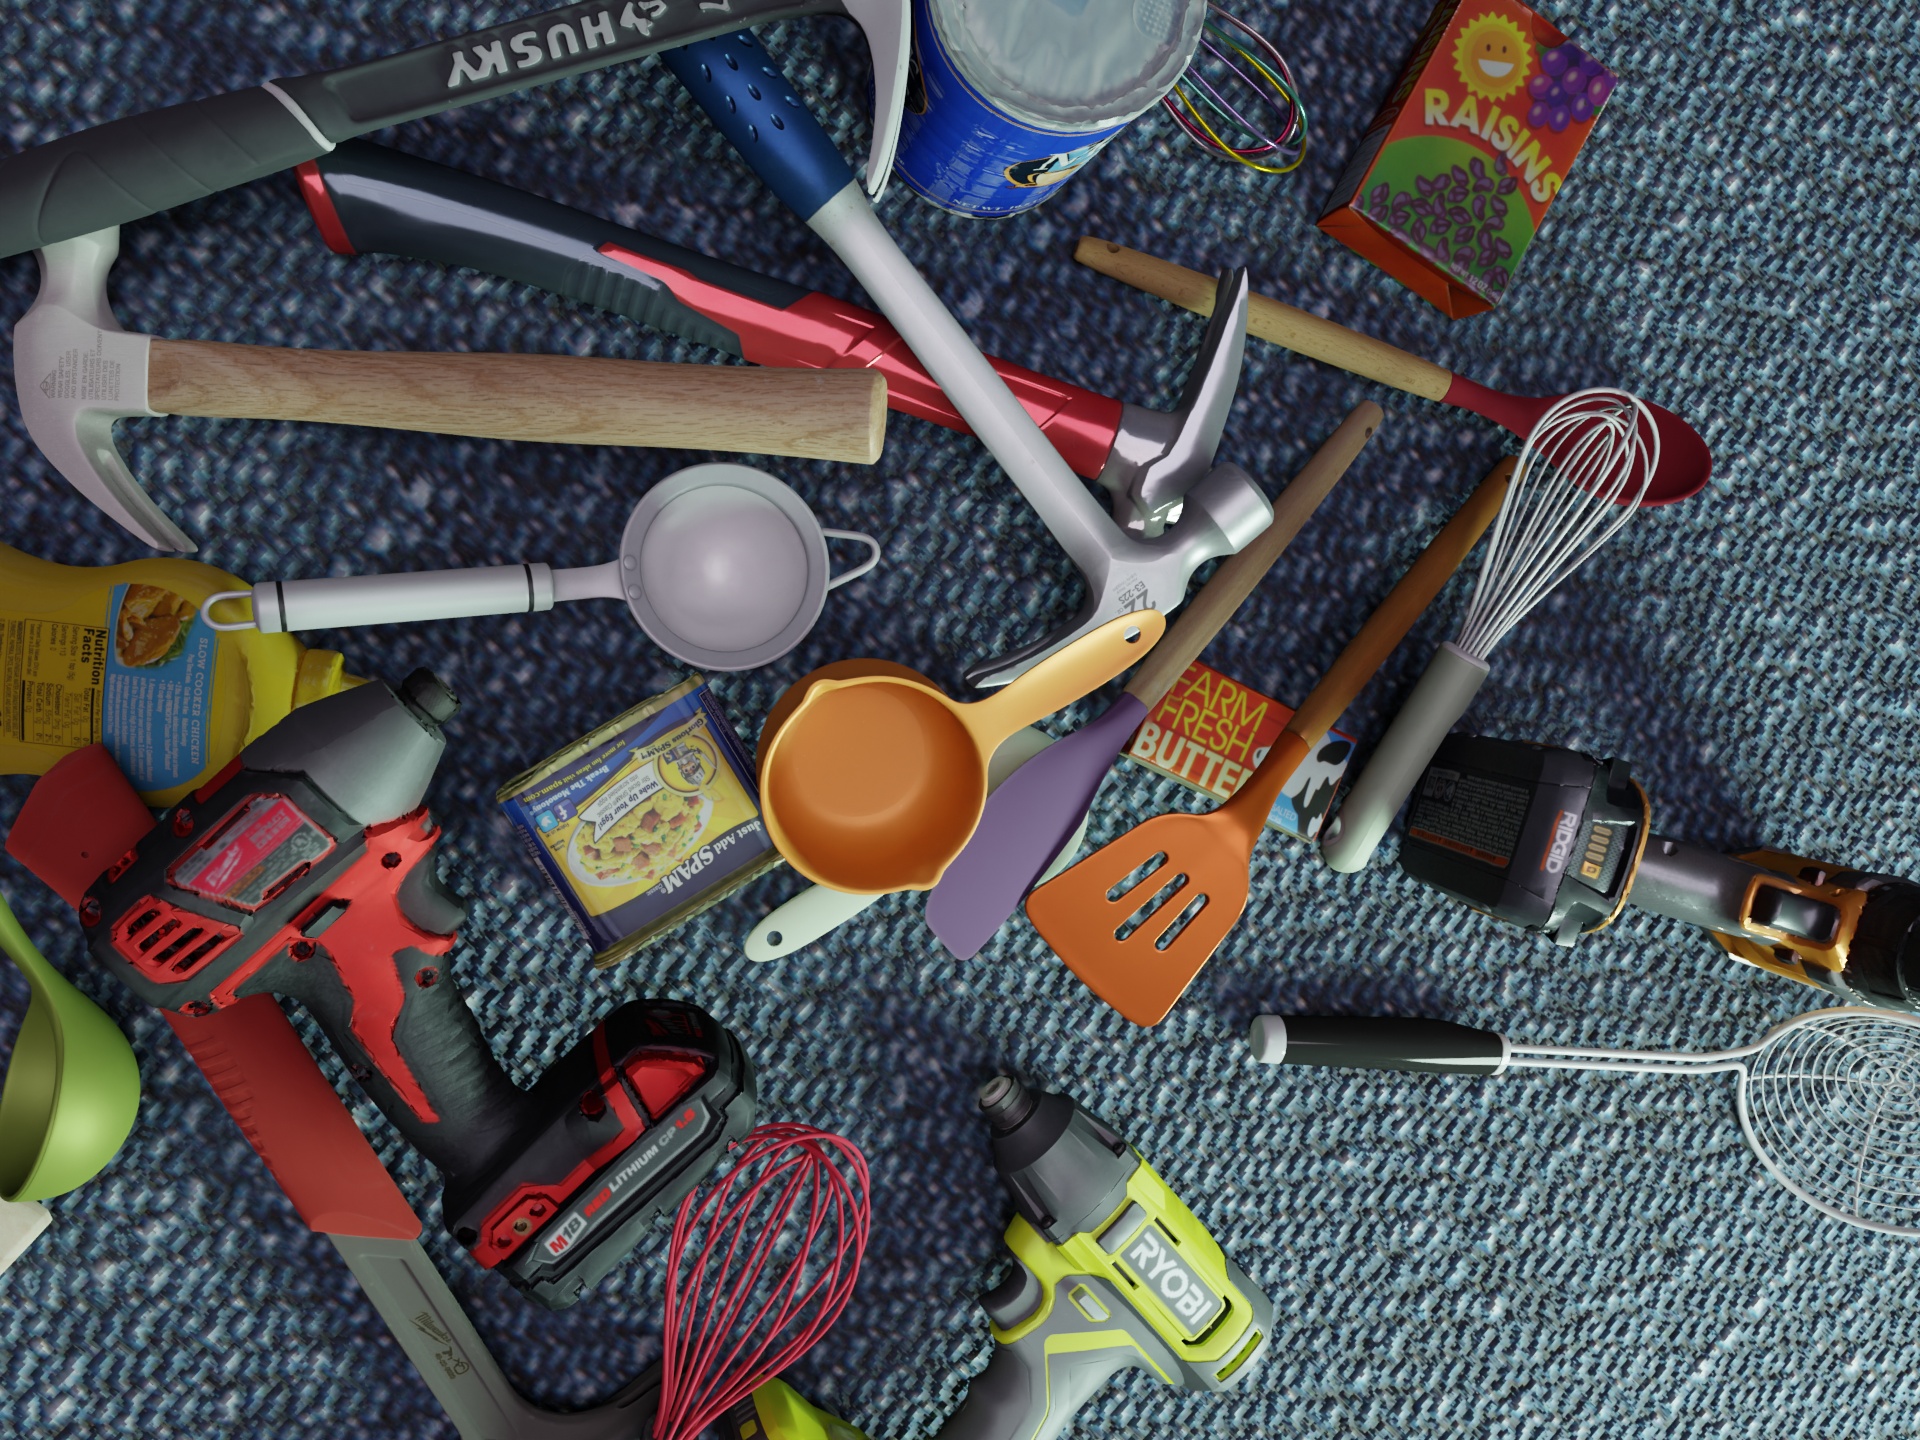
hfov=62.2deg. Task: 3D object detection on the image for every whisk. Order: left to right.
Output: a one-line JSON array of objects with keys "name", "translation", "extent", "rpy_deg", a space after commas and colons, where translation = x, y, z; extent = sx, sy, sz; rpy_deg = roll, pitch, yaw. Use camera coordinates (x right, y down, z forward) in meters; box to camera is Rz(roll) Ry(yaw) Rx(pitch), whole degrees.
[{"name": "whisk", "translation": [-0.108, 0.274, 0.636], "extent": [0.073, 0.073, 0.295], "rpy_deg": [20, 114, -13]}, {"name": "whisk", "translation": [0.058, -0.323, 0.680], "extent": [0.245, 0.051, 0.047], "rpy_deg": [39, 91, -9]}, {"name": "whisk", "translation": [0.232, -0.035, 0.713], "extent": [0.059, 0.058, 0.246], "rpy_deg": [26, 105, -9]}]

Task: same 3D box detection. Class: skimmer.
[{"name": "skimmer", "translation": [0.318, 0.181, 0.747], "extent": [0.363, 0.090, 0.127], "rpy_deg": [5, 124, -10]}]

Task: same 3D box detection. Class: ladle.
[{"name": "ladle", "translation": [-0.379, 0.033, 0.559], "extent": [0.062, 0.078, 0.320], "rpy_deg": [-31, 117, -31]}, {"name": "ladle", "translation": [0.199, -0.161, 0.728], "extent": [0.315, 0.031, 0.069], "rpy_deg": [18, 56, -10]}]

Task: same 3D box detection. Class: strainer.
[{"name": "strainer", "translation": [-0.160, -0.055, 0.633], "extent": [0.258, 0.050, 0.087], "rpy_deg": [-7, 86, -23]}]

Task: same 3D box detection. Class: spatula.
[{"name": "spatula", "translation": [0.090, -0.028, 0.687], "extent": [0.316, 0.018, 0.059], "rpy_deg": [-49, 136, -15]}, {"name": "spatula", "translation": [0.158, -0.007, 0.710], "extent": [0.081, 0.041, 0.323], "rpy_deg": [45, 71, -9]}]

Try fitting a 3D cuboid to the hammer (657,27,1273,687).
[{"name": "hammer", "translation": [-0.048, -0.190, 0.620], "extent": [0.144, 0.035, 0.405], "rpy_deg": [-40, 104, 0]}]

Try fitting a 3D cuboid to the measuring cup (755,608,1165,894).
[{"name": "measuring cup", "translation": [-0.001, -0.002, 0.629], "extent": [0.173, 0.052, 0.095], "rpy_deg": [-30, 109, -5]}]

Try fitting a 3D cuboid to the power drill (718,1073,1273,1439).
[{"name": "power drill", "translation": [0.008, 0.279, 0.696], "extent": [0.223, 0.080, 0.171], "rpy_deg": [-43, 102, -10]}]

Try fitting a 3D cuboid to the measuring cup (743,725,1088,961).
[{"name": "measuring cup", "translation": [-0.019, 0.061, 0.690], "extent": [0.167, 0.038, 0.083], "rpy_deg": [-31, 100, -11]}]

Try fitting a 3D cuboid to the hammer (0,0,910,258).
[{"name": "hammer", "translation": [-0.214, -0.214, 0.565], "extent": [0.409, 0.036, 0.149], "rpy_deg": [-14, 98, 5]}]

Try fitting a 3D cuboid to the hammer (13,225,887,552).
[{"name": "hammer", "translation": [-0.194, -0.122, 0.605], "extent": [0.331, 0.031, 0.130], "rpy_deg": [4, 95, 3]}]

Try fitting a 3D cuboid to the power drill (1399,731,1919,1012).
[{"name": "power drill", "translation": [0.334, 0.076, 0.698], "extent": [0.226, 0.185, 0.084], "rpy_deg": [17, 92, -10]}]

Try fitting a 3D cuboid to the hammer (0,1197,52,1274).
[{"name": "hammer", "translation": [-0.504, 0.060, 0.587], "extent": [0.410, 0.038, 0.146], "rpy_deg": [45, 83, -12]}]

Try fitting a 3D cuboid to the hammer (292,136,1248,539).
[{"name": "hammer", "translation": [-0.071, -0.178, 0.656], "extent": [0.386, 0.038, 0.143], "rpy_deg": [17, 99, -12]}]

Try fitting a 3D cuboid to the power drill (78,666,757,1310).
[{"name": "power drill", "translation": [-0.182, 0.092, 0.575], "extent": [0.143, 0.079, 0.219], "rpy_deg": [-44, 107, -6]}]

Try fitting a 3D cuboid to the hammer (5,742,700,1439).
[{"name": "hammer", "translation": [-0.244, 0.166, 0.626], "extent": [0.149, 0.037, 0.359], "rpy_deg": [-27, 108, -9]}]
